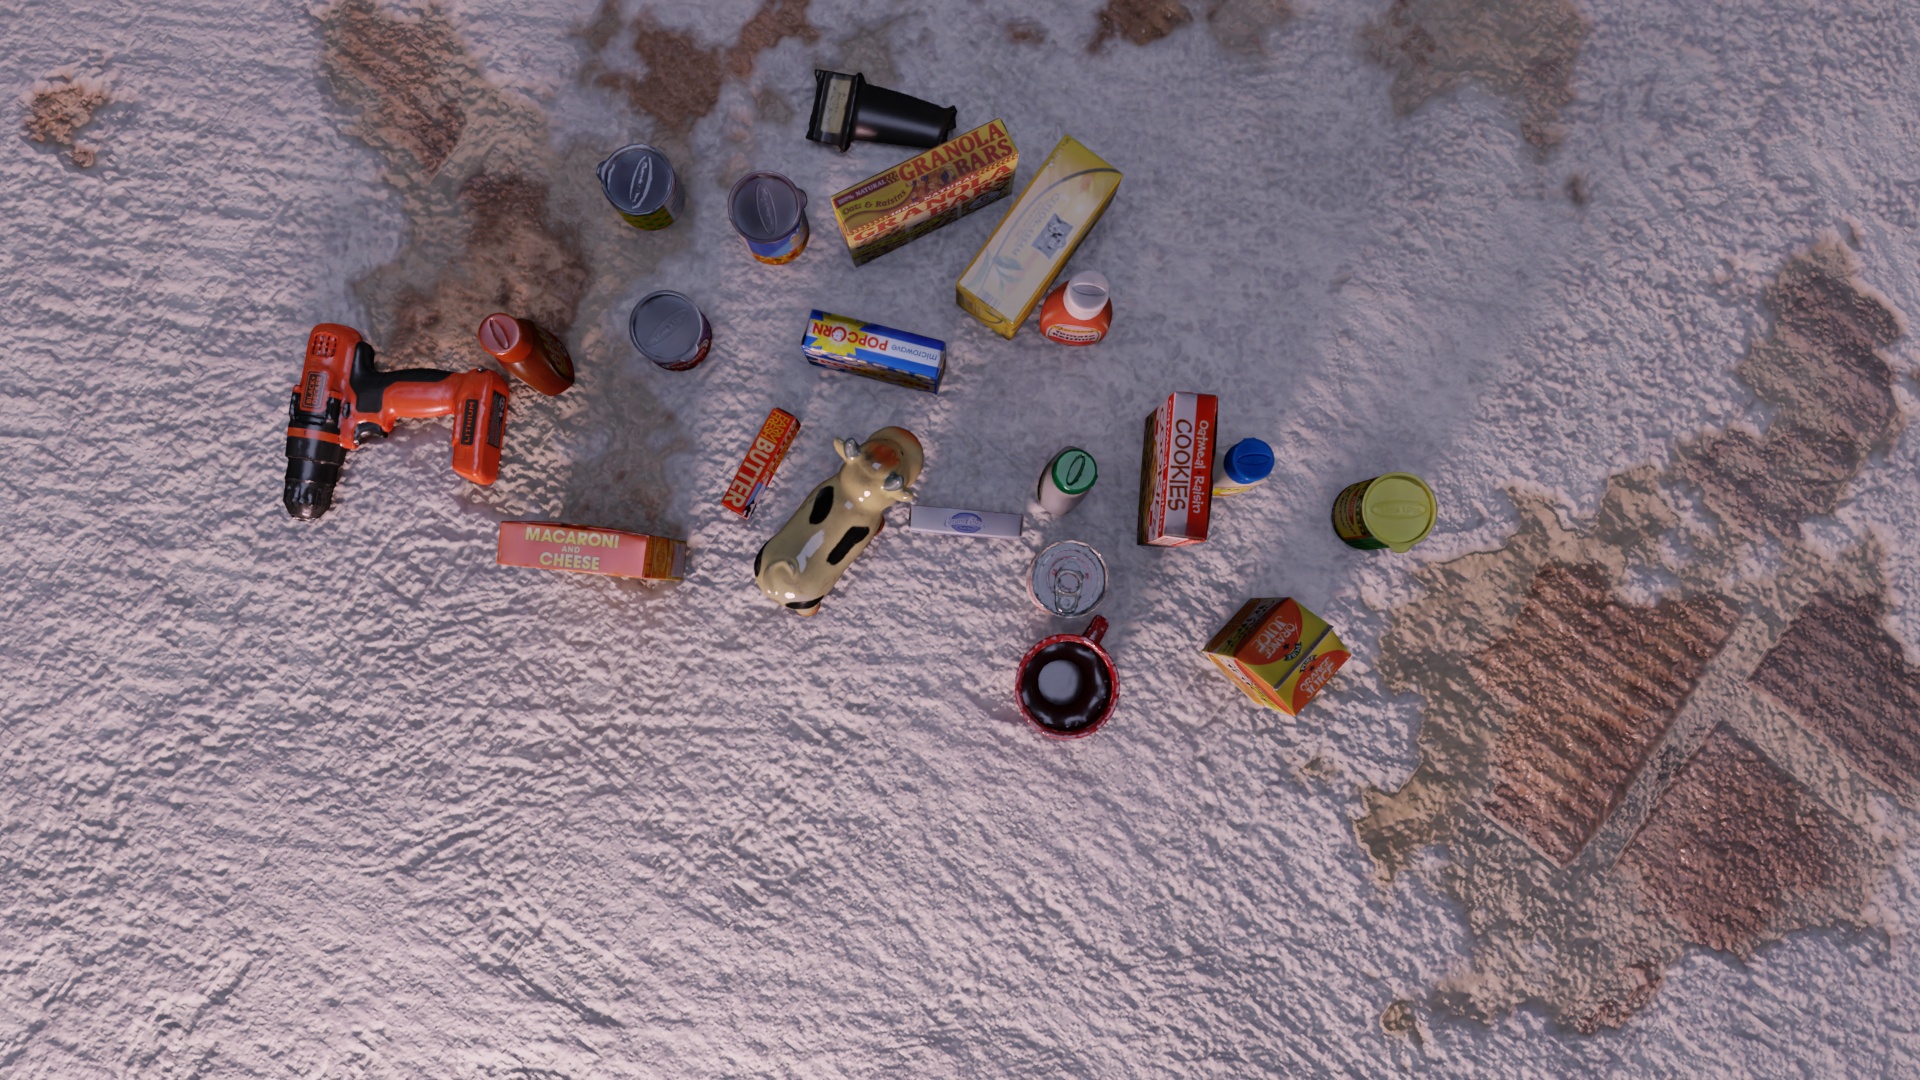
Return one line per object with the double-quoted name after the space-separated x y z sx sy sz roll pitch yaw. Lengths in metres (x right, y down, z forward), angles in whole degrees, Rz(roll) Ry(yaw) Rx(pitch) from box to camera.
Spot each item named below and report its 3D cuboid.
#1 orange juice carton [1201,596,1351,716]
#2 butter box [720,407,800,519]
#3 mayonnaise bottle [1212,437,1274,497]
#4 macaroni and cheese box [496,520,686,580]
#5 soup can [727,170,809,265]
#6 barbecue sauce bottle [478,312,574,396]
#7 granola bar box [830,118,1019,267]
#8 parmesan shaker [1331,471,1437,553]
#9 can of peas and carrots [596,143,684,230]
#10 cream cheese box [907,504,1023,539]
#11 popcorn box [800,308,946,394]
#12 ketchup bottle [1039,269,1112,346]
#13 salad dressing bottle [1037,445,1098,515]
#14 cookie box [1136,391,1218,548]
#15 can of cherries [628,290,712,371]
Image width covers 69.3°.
0.274 0.098 1.204 0.073 0.192 0.072 44 88 1 "orange juice carton"
-0.183 -0.071 1.276 0.024 0.053 0.103 28 87 1 "butter box"
0.244 -0.064 1.235 0.065 0.148 0.041 -4 87 -1 "mayonnaise bottle"
-0.317 0.009 1.213 0.124 0.166 0.040 5 87 0 "macaroni and cheese box"
-0.172 -0.295 1.274 0.071 0.083 0.071 0 87 -1 "soup can"
-0.386 -0.169 1.231 0.044 0.148 0.065 -28 88 -2 "barbecue sauce bottle"
-0.032 -0.313 1.257 0.166 0.124 0.039 -26 88 -2 "granola bar box"
0.381 -0.022 1.257 0.071 0.103 0.071 0 87 -1 "parmesan shaker"
-0.295 -0.326 1.287 0.071 0.058 0.071 0 87 -1 "can of peas and carrots"
0.005 -0.016 1.276 0.104 0.053 0.024 5 87 -1 "cream cheese box"
-0.077 -0.171 1.268 0.127 0.085 0.038 14 87 0 "popcorn box"
0.107 -0.208 1.241 0.065 0.149 0.043 7 87 0 "ketchup bottle"
0.096 -0.056 1.233 0.044 0.147 0.064 26 87 1 "salad dressing bottle"
0.189 -0.058 1.224 0.040 0.167 0.123 5 87 0 "cookie box"
-0.265 -0.190 1.279 0.071 0.058 0.071 0 87 -1 "can of cherries"
